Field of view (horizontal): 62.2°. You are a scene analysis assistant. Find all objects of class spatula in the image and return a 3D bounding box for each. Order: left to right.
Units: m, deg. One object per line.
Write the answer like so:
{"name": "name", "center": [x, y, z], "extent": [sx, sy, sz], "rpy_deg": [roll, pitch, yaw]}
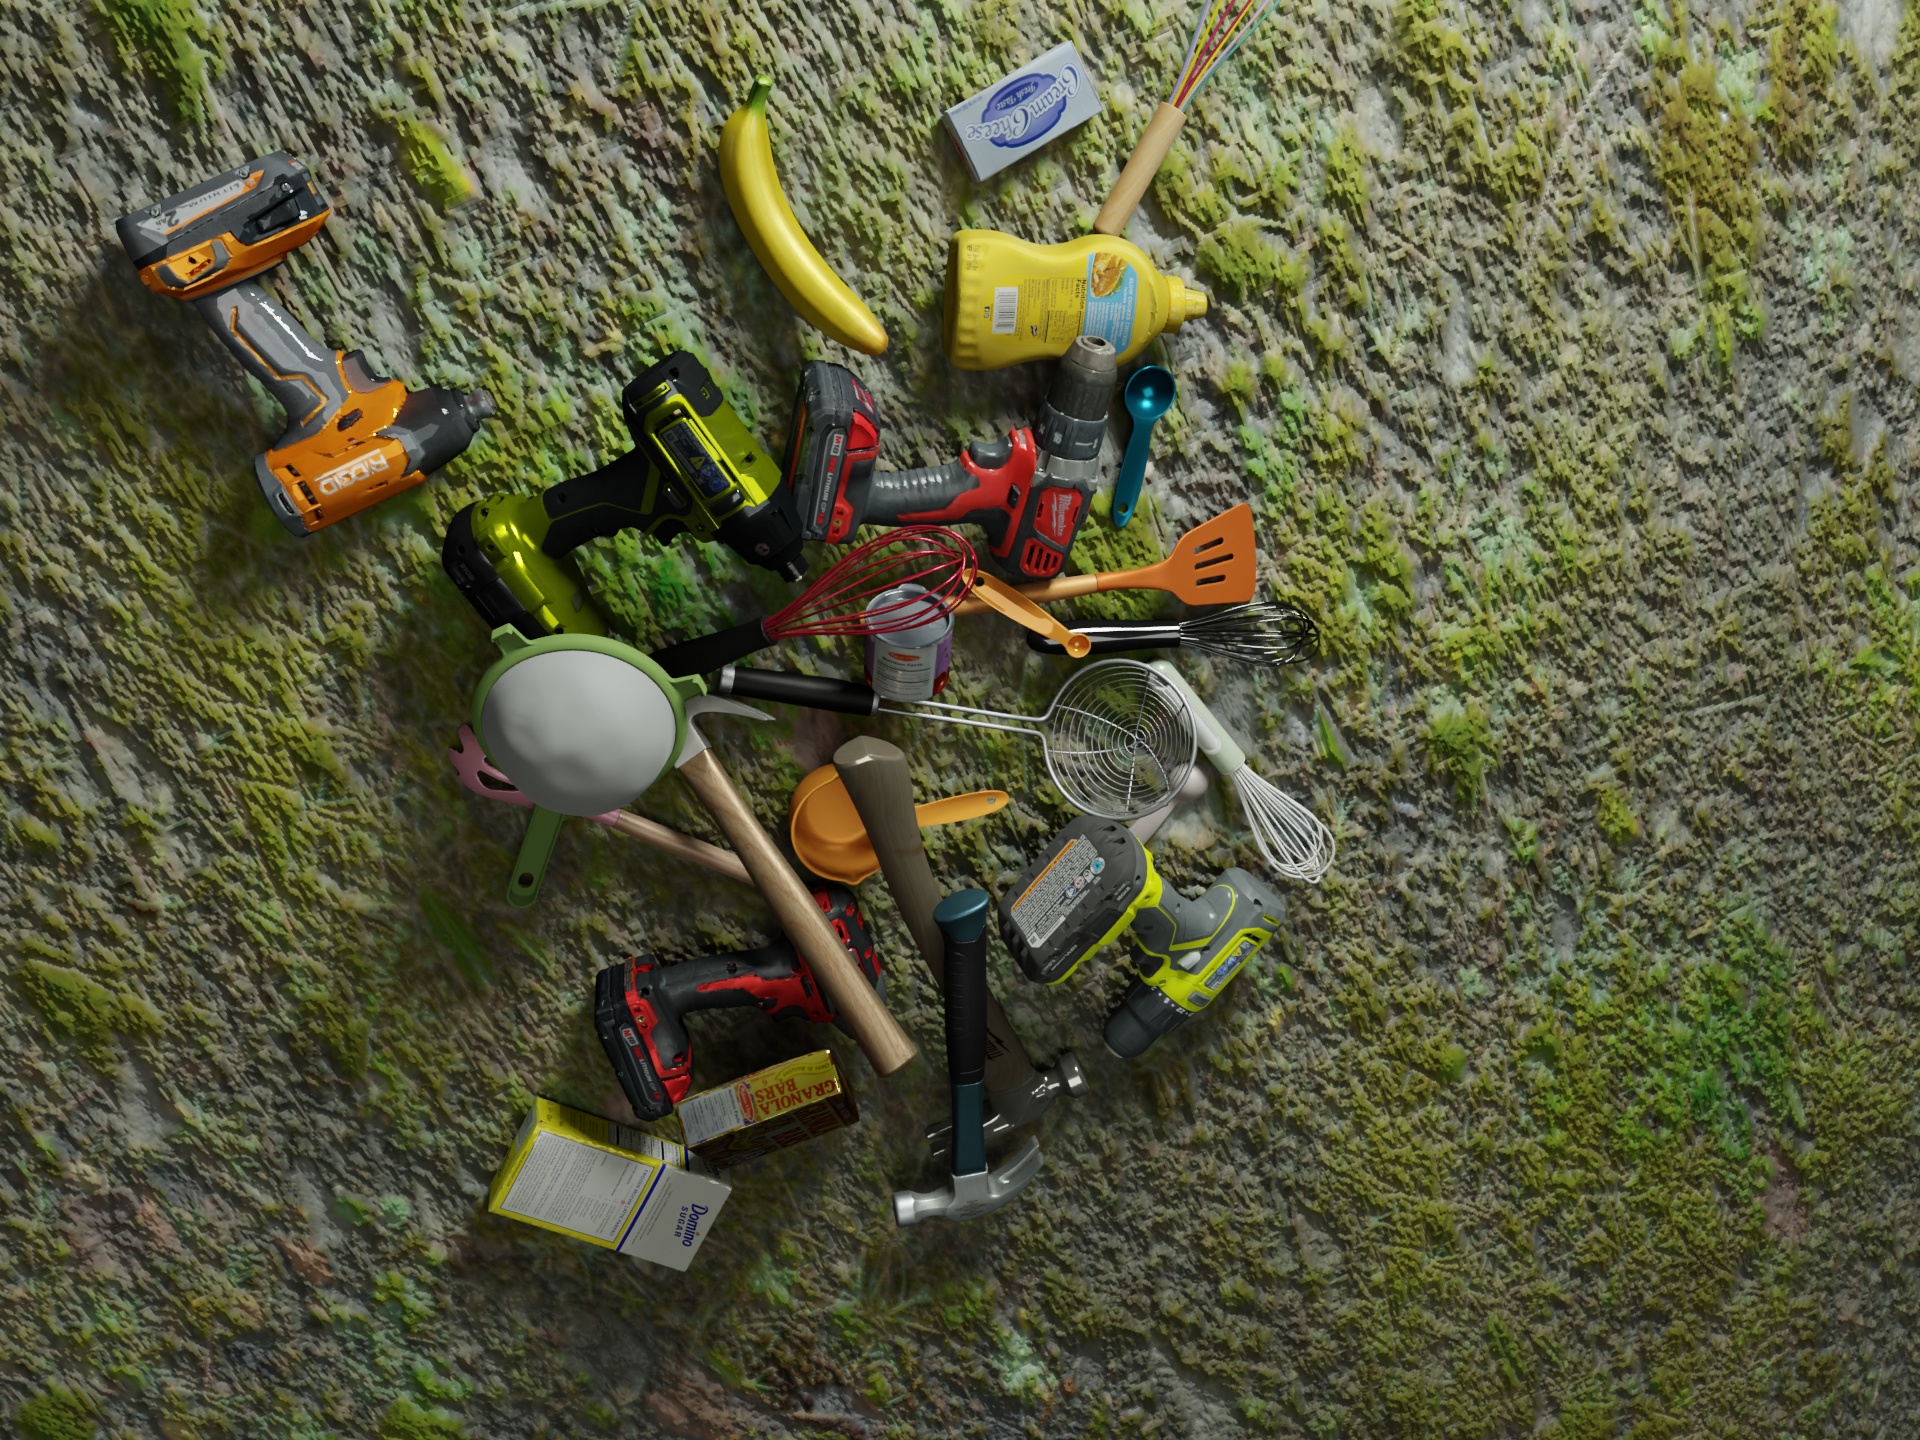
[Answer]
{"name": "spatula", "center": [0.080, -0.105, 1.240], "extent": [0.322, 0.041, 0.081], "rpy_deg": [-9, 110, -4]}

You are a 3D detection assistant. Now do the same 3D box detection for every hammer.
{"name": "hammer", "center": [-0.135, 0.122, 1.198], "extent": [0.130, 0.031, 0.331], "rpy_deg": [-34, 89, 6]}
{"name": "hammer", "center": [-0.022, 0.186, 1.271], "extent": [0.146, 0.038, 0.410], "rpy_deg": [-24, 122, -2]}
{"name": "hammer", "center": [0.004, 0.279, 1.289], "extent": [0.128, 0.033, 0.330], "rpy_deg": [-7, 120, -10]}

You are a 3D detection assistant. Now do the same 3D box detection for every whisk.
{"name": "whisk", "center": [-0.121, -0.071, 1.146], "extent": [0.296, 0.073, 0.073], "rpy_deg": [-18, 113, 22]}
{"name": "whisk", "center": [0.170, -0.066, 1.259], "extent": [0.239, 0.055, 0.055], "rpy_deg": [-2, 109, -7]}
{"name": "whisk", "center": [0.166, -0.453, 1.131], "extent": [0.051, 0.047, 0.245], "rpy_deg": [29, 105, -7]}
{"name": "whisk", "center": [0.228, 0.042, 1.309], "extent": [0.058, 0.059, 0.246], "rpy_deg": [-31, 110, 30]}

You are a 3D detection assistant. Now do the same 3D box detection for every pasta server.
{"name": "pasta server", "center": [-0.243, 0.083, 1.235], "extent": [0.316, 0.040, 0.060], "rpy_deg": [25, 102, -23]}

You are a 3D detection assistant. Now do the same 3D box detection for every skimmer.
{"name": "skimmer", "center": [-0.002, -0.004, 1.218], "extent": [0.363, 0.090, 0.127], "rpy_deg": [9, 93, -13]}

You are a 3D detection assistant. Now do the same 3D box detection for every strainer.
{"name": "strainer", "center": [-0.289, 0.058, 1.142], "extent": [0.151, 0.069, 0.256], "rpy_deg": [16, 123, -18]}

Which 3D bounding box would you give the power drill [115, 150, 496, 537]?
{"name": "power drill", "center": [-0.425, -0.253, 1.055], "extent": [0.164, 0.084, 0.226], "rpy_deg": [-25, 116, -3]}

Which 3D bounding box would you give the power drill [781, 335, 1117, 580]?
{"name": "power drill", "center": [-0.004, -0.198, 1.139], "extent": [0.226, 0.080, 0.187], "rpy_deg": [6, 126, -16]}

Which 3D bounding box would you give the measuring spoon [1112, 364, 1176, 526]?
{"name": "measuring spoon", "center": [0.132, -0.211, 1.220], "extent": [0.042, 0.021, 0.128], "rpy_deg": [2, 117, -20]}

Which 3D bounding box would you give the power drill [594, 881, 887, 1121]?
{"name": "power drill", "center": [-0.168, 0.227, 1.265], "extent": [0.219, 0.079, 0.143], "rpy_deg": [-20, 114, -4]}

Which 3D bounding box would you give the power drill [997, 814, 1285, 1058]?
{"name": "power drill", "center": [0.139, 0.182, 1.291], "extent": [0.228, 0.080, 0.190], "rpy_deg": [29, 107, -42]}

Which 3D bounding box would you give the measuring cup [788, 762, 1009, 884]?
{"name": "measuring cup", "center": [-0.051, 0.069, 1.256], "extent": [0.173, 0.052, 0.095], "rpy_deg": [-10, 110, -10]}

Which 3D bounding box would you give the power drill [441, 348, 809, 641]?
{"name": "power drill", "center": [-0.227, -0.128, 1.100], "extent": [0.223, 0.080, 0.171], "rpy_deg": [-27, 113, 19]}

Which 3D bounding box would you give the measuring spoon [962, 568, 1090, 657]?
{"name": "measuring spoon", "center": [0.050, -0.084, 1.219], "extent": [0.117, 0.011, 0.021], "rpy_deg": [31, 106, -13]}

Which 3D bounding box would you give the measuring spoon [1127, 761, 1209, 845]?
{"name": "measuring spoon", "center": [0.161, 0.086, 1.322], "extent": [0.034, 0.018, 0.124], "rpy_deg": [39, 98, -21]}
